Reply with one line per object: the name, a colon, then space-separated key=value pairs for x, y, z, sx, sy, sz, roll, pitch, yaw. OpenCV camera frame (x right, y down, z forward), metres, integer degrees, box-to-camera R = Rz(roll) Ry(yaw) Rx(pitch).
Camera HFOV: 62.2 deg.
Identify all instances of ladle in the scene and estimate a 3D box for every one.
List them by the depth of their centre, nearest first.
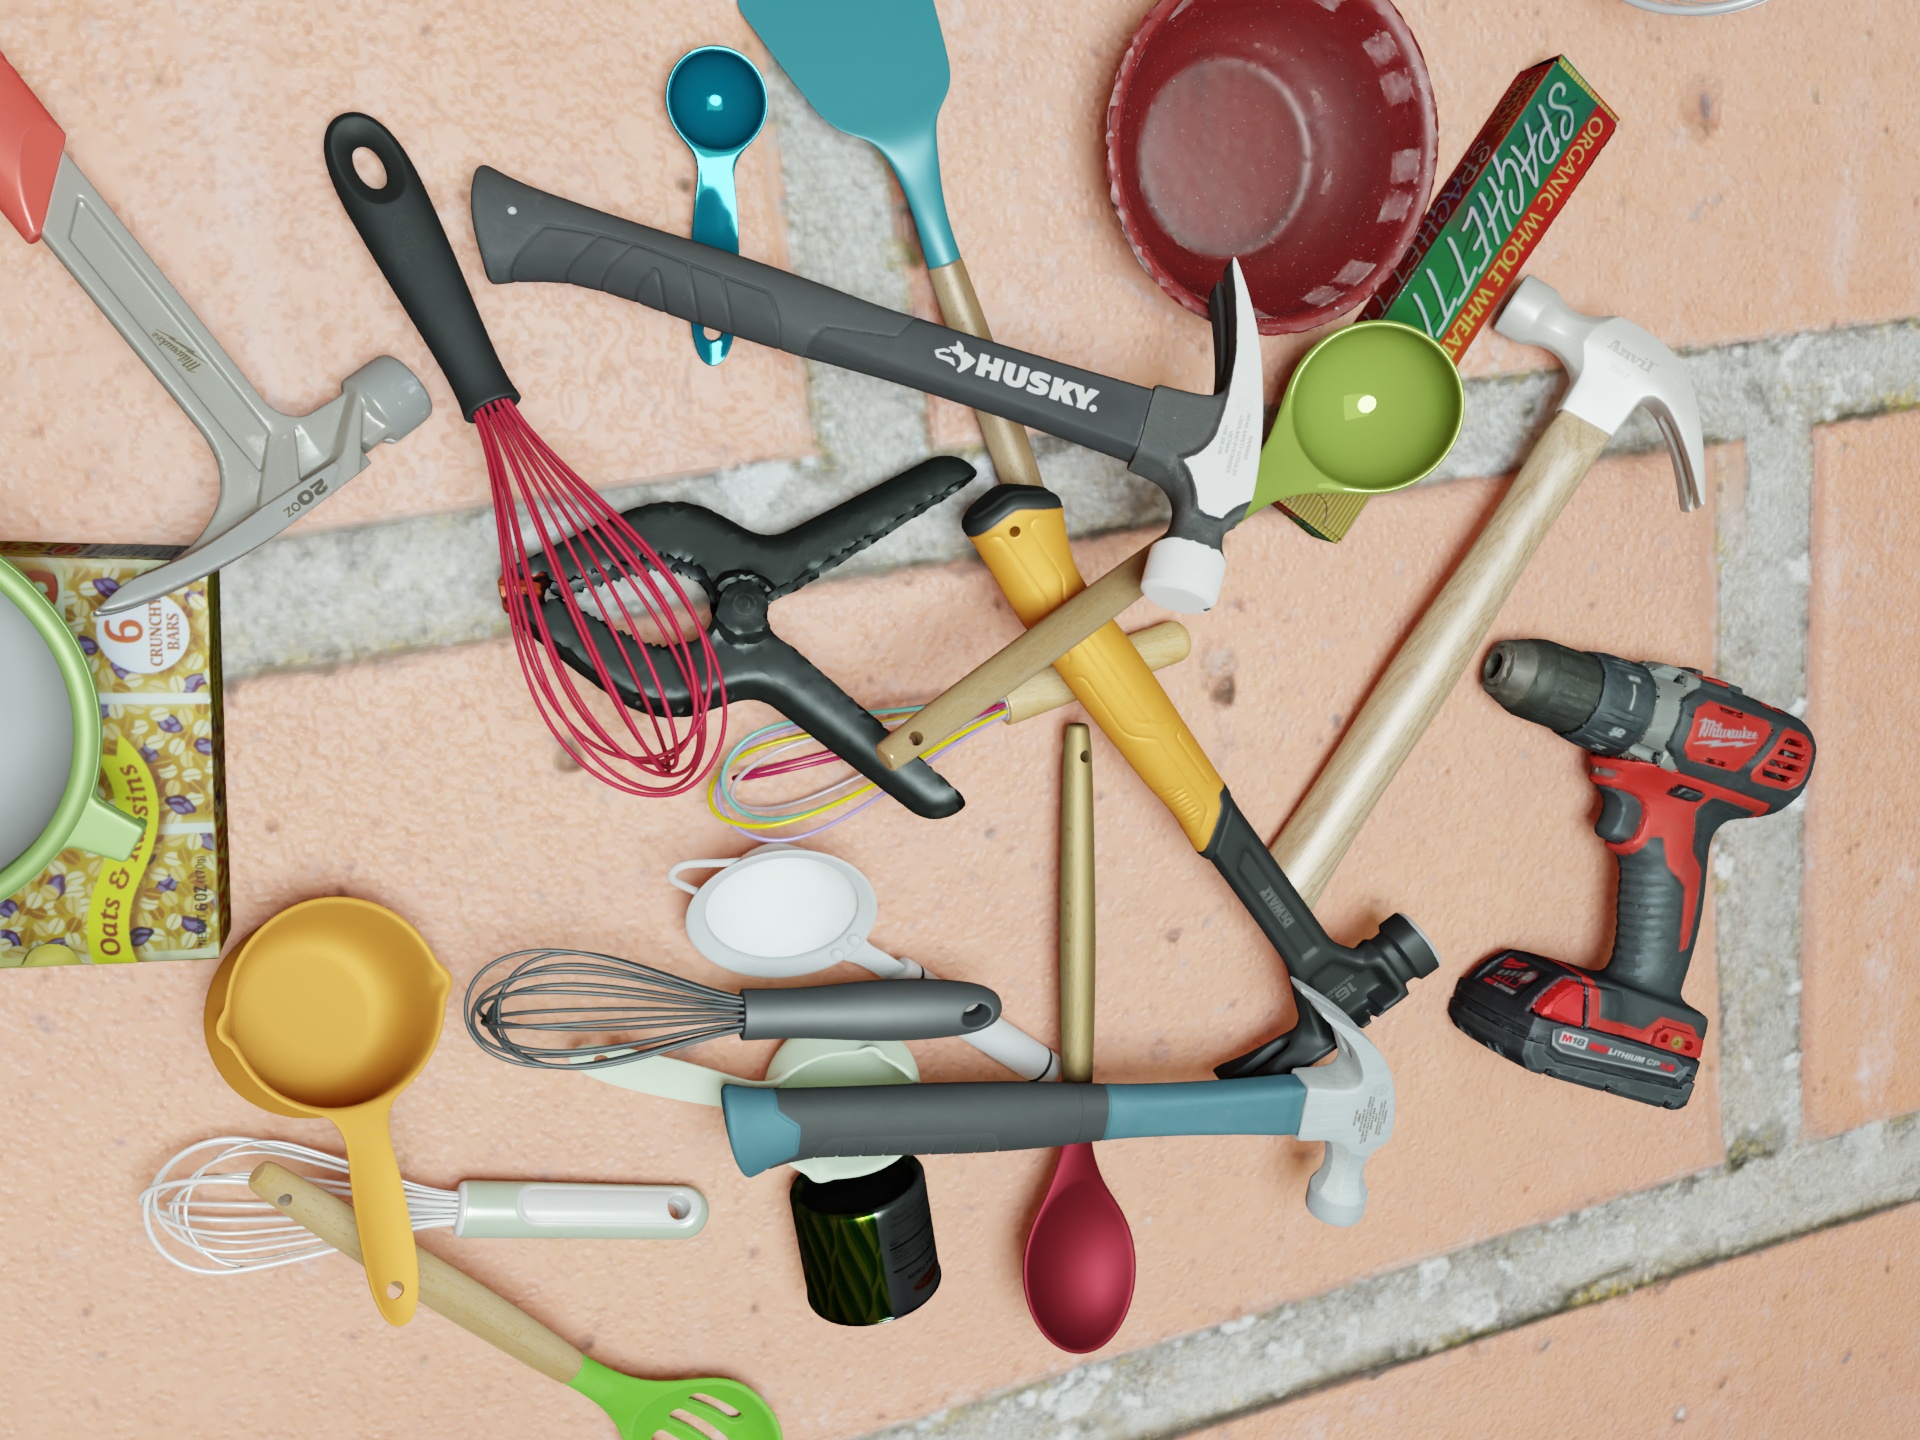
ladle: x=0.094 y=-0.074 z=0.679 sx=0.320 sy=0.062 sz=0.078 roll=-36 pitch=95 yaw=-21
ladle: x=0.057 y=0.157 z=0.781 sx=0.069 sy=0.031 sz=0.315 roll=-6 pitch=101 yaw=-33

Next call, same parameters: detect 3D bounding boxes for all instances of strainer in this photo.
strainer: x=-0.386 y=-0.055 z=0.544 sx=0.151 sy=0.069 sz=0.256 roll=-13 pitch=105 yaw=-11
strainer: x=-0.034 y=0.118 z=0.756 sx=0.087 sy=0.050 sz=0.258 roll=-40 pitch=120 yaw=24

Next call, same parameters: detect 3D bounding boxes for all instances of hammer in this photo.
hammer: x=-0.357 y=-0.216 z=0.561 sx=0.149 sy=0.037 sz=0.358 roll=-44 pitch=110 yaw=-27
hammer: x=-0.036 y=-0.160 z=0.648 sx=0.334 sy=0.035 sz=0.146 roll=17 pitch=76 yaw=-4
hammer: x=0.053 y=0.185 z=0.743 sx=0.331 sy=0.033 sz=0.128 roll=2 pitch=110 yaw=-16
hammer: x=0.099 y=0.034 z=0.748 sx=0.127 sy=0.034 sz=0.336 roll=-37 pitch=112 yaw=0
hammer: x=0.251 y=-0.047 z=0.798 sx=0.130 sy=0.031 sz=0.331 roll=32 pitch=97 yaw=8

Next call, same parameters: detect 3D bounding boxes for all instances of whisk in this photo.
whisk: x=-0.174 y=-0.104 z=0.619 sx=0.073 sy=0.073 sz=0.296 roll=-27 pitch=89 yaw=-11
whisk: x=-0.095 y=0.127 z=0.703 sx=0.239 sy=0.055 sz=0.055 roll=2 pitch=101 yaw=-18
whisk: x=-0.232 y=0.218 z=0.712 sx=0.246 sy=0.059 sz=0.058 roll=9 pitch=55 yaw=-24
whisk: x=-0.002 y=-0.004 z=0.741 sx=0.245 sy=0.047 sz=0.051 roll=-20 pitch=106 yaw=-18

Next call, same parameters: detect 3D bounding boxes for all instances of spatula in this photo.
spatula: x=0.000 y=-0.180 z=0.710 sx=0.082 sy=0.044 sz=0.317 roll=-26 pitch=113 yaw=-11

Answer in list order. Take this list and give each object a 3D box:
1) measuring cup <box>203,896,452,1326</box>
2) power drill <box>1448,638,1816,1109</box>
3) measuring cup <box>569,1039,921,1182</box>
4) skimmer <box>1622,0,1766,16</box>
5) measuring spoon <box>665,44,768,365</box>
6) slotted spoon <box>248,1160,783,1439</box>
measuring cup: x=-0.256 y=0.161 z=0.655 sx=0.095 sy=0.052 sz=0.174 roll=-9 pitch=83 yaw=-42
power drill: x=0.339 y=0.074 z=0.849 sx=0.187 sy=0.080 sz=0.226 roll=17 pitch=92 yaw=-14
measuring cup: x=-0.098 y=0.165 z=0.745 sx=0.167 sy=0.038 sz=0.083 roll=16 pitch=114 yaw=-14
skimmer: x=0.227 y=-0.375 z=0.702 sx=0.363 sy=0.090 sz=0.127 roll=-3 pitch=71 yaw=-15
measuring spoon: x=-0.105 y=-0.216 z=0.673 sx=0.042 sy=0.021 sz=0.128 roll=-2 pitch=112 yaw=-17
slotted spoon: x=-0.193 y=0.281 z=0.722 sx=0.070 sy=0.031 sz=0.313 roll=-45 pitch=121 yaw=-5
